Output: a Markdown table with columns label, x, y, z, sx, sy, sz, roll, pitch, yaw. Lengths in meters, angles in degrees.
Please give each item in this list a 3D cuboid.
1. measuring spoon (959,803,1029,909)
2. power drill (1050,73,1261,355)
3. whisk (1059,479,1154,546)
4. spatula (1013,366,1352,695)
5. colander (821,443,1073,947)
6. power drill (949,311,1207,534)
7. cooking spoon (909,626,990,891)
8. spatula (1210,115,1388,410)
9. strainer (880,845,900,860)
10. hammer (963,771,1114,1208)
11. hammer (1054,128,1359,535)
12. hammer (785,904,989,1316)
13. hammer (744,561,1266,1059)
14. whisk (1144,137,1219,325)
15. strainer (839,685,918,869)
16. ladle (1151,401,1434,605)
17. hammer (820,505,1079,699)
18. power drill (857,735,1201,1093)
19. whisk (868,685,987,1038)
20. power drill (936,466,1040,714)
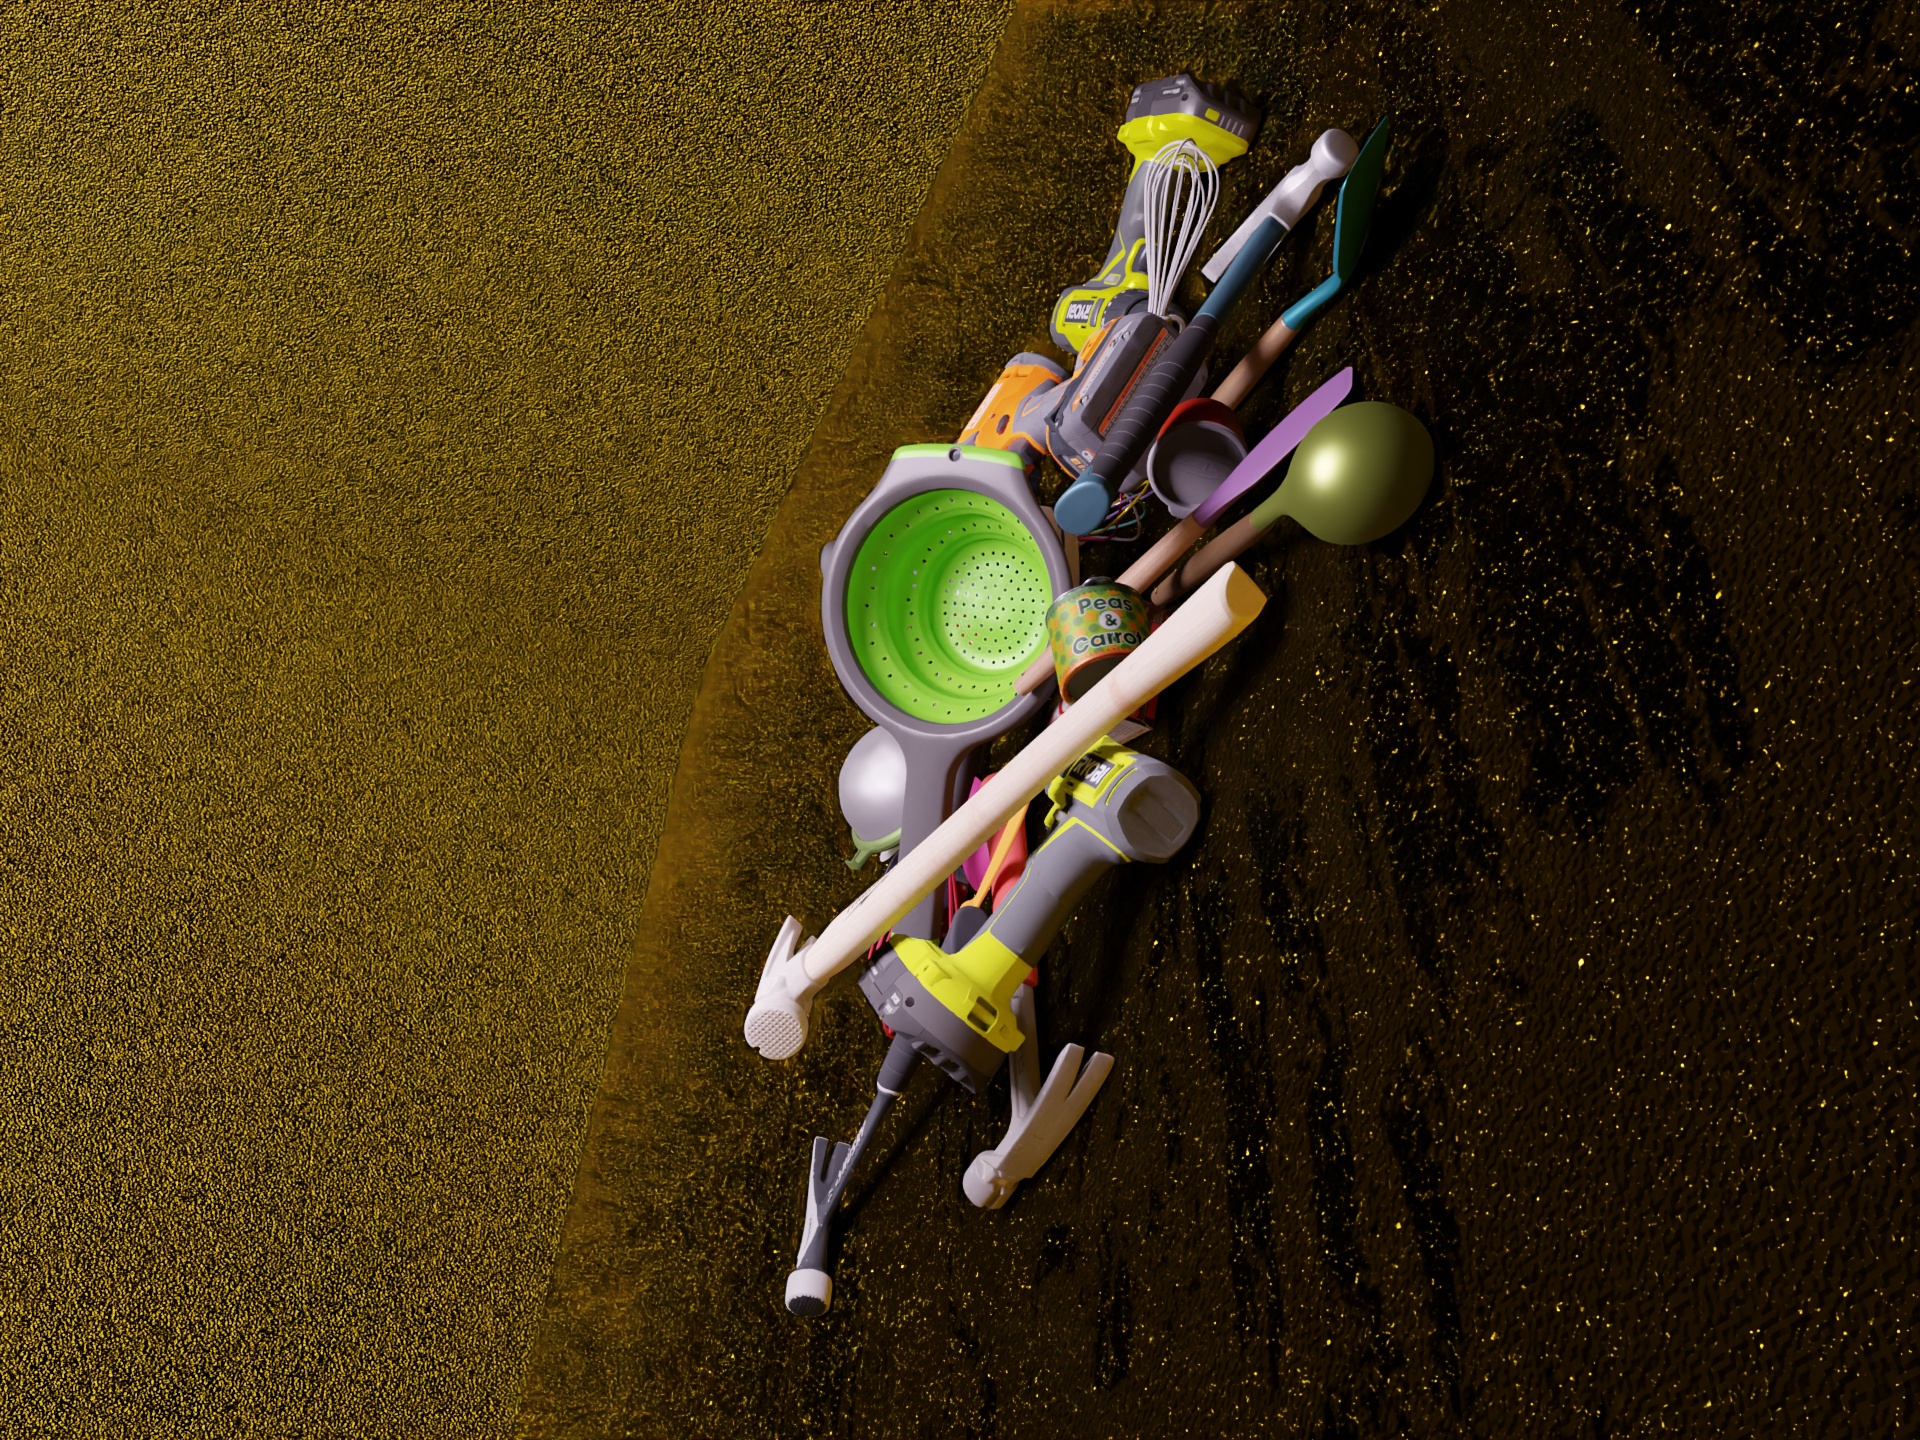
| label | x | y | z | sx | sy | sz | roll | pitch | yaw |
| --- | --- | --- | --- | --- | --- | --- | --- | --- | --- |
| measuring spoon | 0.024 | 0.096 | 1.135 | 0.021 | 0.011 | 0.117 | -111 | 43 | -67 |
| power drill | 0.163 | -0.406 | 1.320 | 0.228 | 0.080 | 0.191 | -70 | 23 | 8 |
| whisk | 0.099 | -0.155 | 1.290 | 0.245 | 0.051 | 0.047 | 161 | 122 | -75 |
| spatula | 0.138 | -0.114 | 1.030 | 0.316 | 0.018 | 0.060 | -44 | 15 | 32 |
| colander | -0.002 | -0.004 | 1.197 | 0.094 | 0.204 | 0.397 | -7 | -76 | -63 |
| power drill | 0.068 | -0.215 | 1.200 | 0.164 | 0.084 | 0.226 | -58 | 24 | -15 |
| cooking spoon | -0.018 | 0.013 | 1.359 | 0.319 | 0.017 | 0.068 | -109 | 34 | -40 |
| spatula | 0.199 | -0.258 | 1.061 | 0.082 | 0.044 | 0.317 | -57 | 4 | -34 |
| strainer | -0.038 | 0.097 | 1.453 | 0.087 | 0.050 | 0.258 | -57 | 17 | -7 |
| hammer | 0.042 | 0.149 | 1.100 | 0.359 | 0.036 | 0.149 | -92 | 27 | -54 |
| hammer | 0.155 | -0.250 | 1.047 | 0.331 | 0.033 | 0.128 | -56 | 8 | -25 |
| hammer | -0.057 | 0.284 | 1.205 | 0.149 | 0.036 | 0.408 | -86 | 16 | -51 |
| hammer | 0.023 | 0.047 | 0.992 | 0.410 | 0.038 | 0.146 | -42 | 12 | 15 |
| whisk | 0.151 | -0.316 | 1.215 | 0.059 | 0.058 | 0.246 | -32 | -45 | -56 |
| strainer | -0.063 | 0.017 | 1.492 | 0.151 | 0.069 | 0.257 | -39 | 24 | 18 |
| ladle | 0.183 | -0.110 | 0.955 | 0.320 | 0.062 | 0.078 | 140 | 142 | -75 |
| hammer | -0.019 | -0.121 | 1.351 | 0.335 | 0.035 | 0.146 | 18 | 101 | 51 |
| power drill | 0.041 | 0.108 | 0.995 | 0.223 | 0.080 | 0.171 | -50 | 16 | -4 |
| whisk | -0.016 | 0.107 | 1.255 | 0.073 | 0.073 | 0.296 | -176 | 100 | -75 |
| power drill | 0.018 | -0.114 | 1.402 | 0.143 | 0.078 | 0.220 | 145 | 128 | -67 |
